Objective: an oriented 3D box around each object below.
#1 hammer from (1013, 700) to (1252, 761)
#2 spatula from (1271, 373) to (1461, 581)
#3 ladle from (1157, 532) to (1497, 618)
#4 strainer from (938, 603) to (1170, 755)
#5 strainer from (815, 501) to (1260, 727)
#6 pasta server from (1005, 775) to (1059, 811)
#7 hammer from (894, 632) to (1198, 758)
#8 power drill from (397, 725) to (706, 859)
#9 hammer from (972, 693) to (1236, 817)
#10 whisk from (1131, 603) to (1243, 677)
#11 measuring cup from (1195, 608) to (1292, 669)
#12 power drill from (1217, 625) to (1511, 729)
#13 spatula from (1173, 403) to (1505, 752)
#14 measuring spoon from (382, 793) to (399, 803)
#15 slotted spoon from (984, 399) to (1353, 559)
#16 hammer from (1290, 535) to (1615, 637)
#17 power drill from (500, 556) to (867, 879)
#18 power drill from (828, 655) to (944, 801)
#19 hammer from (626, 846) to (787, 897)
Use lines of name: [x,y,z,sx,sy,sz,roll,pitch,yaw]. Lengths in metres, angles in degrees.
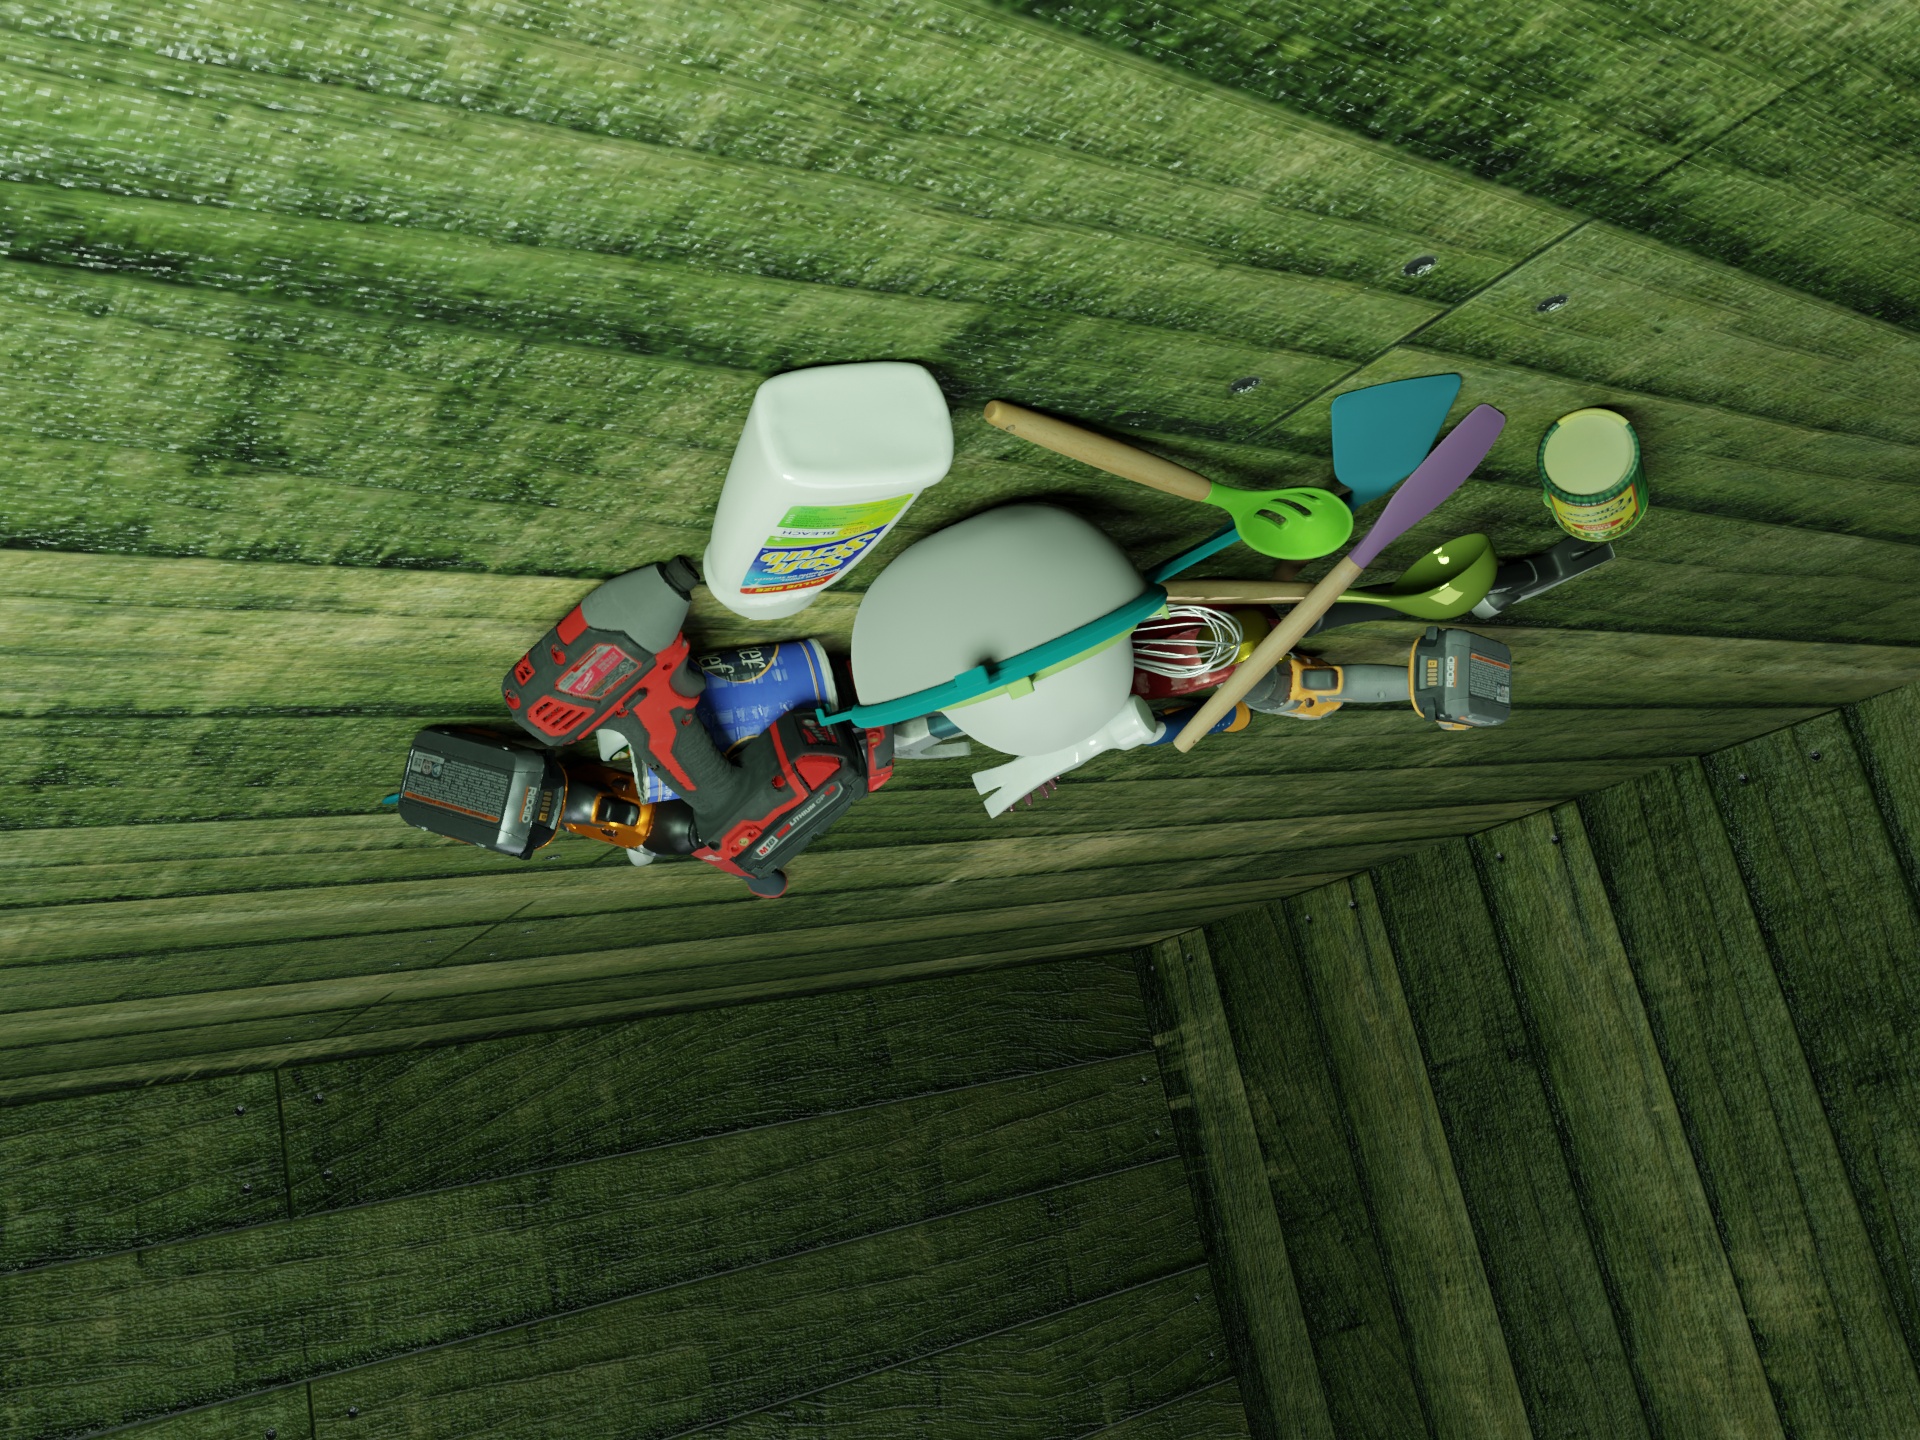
hammer: [0.183,0.005,1.513,0.127,0.034,0.336,-25,168,34]
spatula: [0.259,-0.152,1.104,0.082,0.044,0.317,-12,170,-5]
ladle: [0.226,-0.103,1.132,0.320,0.062,0.078,0,-168,-8]
strainer: [0.024,-0.006,1.082,0.151,0.069,0.256,-28,-172,-38]
strainer: [0.063,-0.104,1.016,0.340,0.095,0.211,-28,-171,-31]
pasta server: [0.111,0.025,1.597,0.060,0.040,0.316,-16,167,-25]
hammer: [0.080,-0.027,1.389,0.331,0.033,0.128,-18,164,18]
power drill: [-0.296,0.065,1.227,0.164,0.084,0.226,12,178,27]
hammer: [0.143,0.012,1.268,0.144,0.035,0.405,-27,173,24]
whisk: [0.082,-0.059,1.141,0.246,0.059,0.057,2,137,25]
measuring cup: [0.221,-0.059,1.202,0.062,0.029,0.156,-26,168,23]
power drill: [0.353,-0.037,1.422,0.226,0.084,0.185,-1,175,38]
spatula: [0.255,-0.090,1.094,0.059,0.018,0.316,13,126,-49]
measuring spoon: [-0.413,0.062,1.321,0.128,0.021,0.042,-11,165,-10]
slotted spoon: [0.131,-0.147,0.960,0.313,0.031,0.070,10,149,-42]
hammer: [0.385,-0.105,1.273,0.334,0.035,0.146,-11,168,-38]
power drill: [-0.168,-0.005,1.025,0.143,0.079,0.219,-41,125,11]
power drill: [-0.002,-0.004,1.278,0.226,0.080,0.187,-14,154,-9]
hammer: [-0.239,0.150,1.764,0.143,0.038,0.386,-16,165,5]
